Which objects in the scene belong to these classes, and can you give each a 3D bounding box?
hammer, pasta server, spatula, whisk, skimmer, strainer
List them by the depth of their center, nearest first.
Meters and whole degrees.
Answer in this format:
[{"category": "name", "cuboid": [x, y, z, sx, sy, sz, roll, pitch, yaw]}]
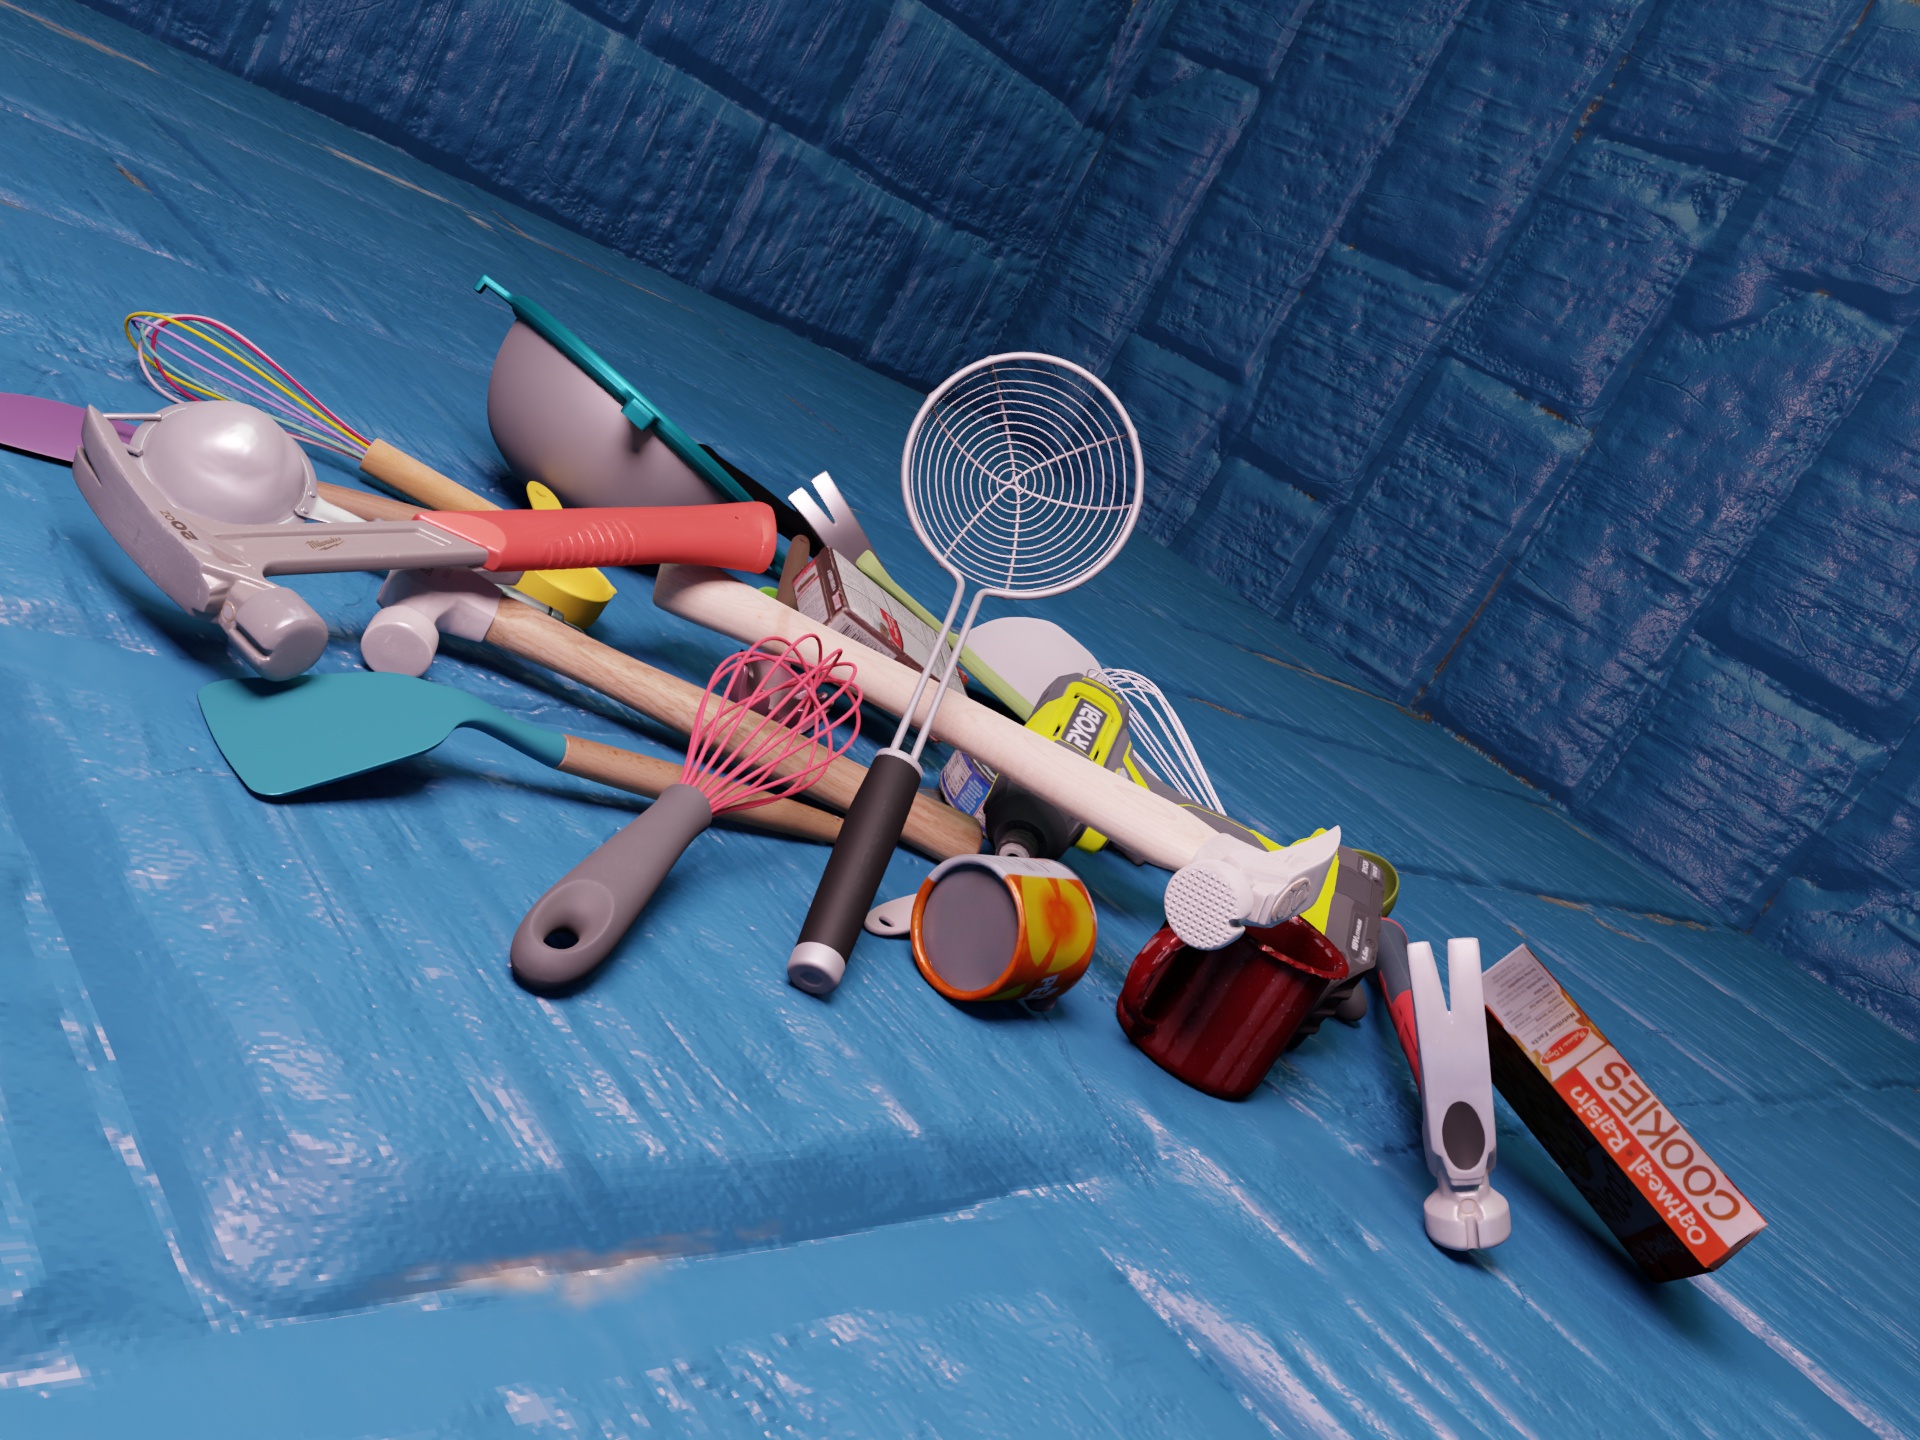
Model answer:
[{"category": "whisk", "cuboid": [-0.106, 0.029, 0.664, 0.073, 0.073, 0.296, 30, 27, 2]}, {"category": "spatula", "cuboid": [-0.162, 0.027, 0.695, 0.317, 0.044, 0.082, 21, 14, -48]}, {"category": "skimmer", "cuboid": [-0.002, -0.037, 0.739, 0.127, 0.090, 0.364, 27, 46, -6]}, {"category": "hammer", "cuboid": [-0.219, -0.092, 0.763, 0.149, 0.036, 0.359, 41, 27, 20]}, {"category": "strainer", "cuboid": [-0.300, -0.098, 0.800, 0.258, 0.050, 0.087, 29, 43, -29]}, {"category": "hammer", "cuboid": [-0.131, -0.003, 0.810, 0.331, 0.031, 0.130, 27, 27, -22]}, {"category": "hammer", "cuboid": [-0.001, -0.003, 0.831, 0.411, 0.038, 0.146, 28, 20, 29]}, {"category": "spatula", "cuboid": [-0.351, -0.122, 0.842, 0.315, 0.018, 0.060, 12, 29, -49]}, {"category": "hammer", "cuboid": [0.256, 0.153, 0.907, 0.038, 0.143, 0.386, -6, 5, 10]}, {"category": "whisk", "cuboid": [-0.368, -0.167, 0.931, 0.244, 0.047, 0.051, 30, 25, -17]}, {"category": "pasta server", "cuboid": [-0.108, -0.065, 1.007, 0.060, 0.040, 0.316, 28, 22, -14]}, {"category": "whisk", "cuboid": [0.165, 0.076, 1.021, 0.285, 0.070, 0.070, 53, 22, 21]}, {"category": "strainer", "cuboid": [-0.218, -0.152, 1.112, 0.211, 0.095, 0.340, 40, -3, 30]}, {"category": "strainer", "cuboid": [0.030, -0.062, 1.163, 0.256, 0.069, 0.152, 40, 5, -34]}, {"category": "hammer", "cuboid": [-0.150, -0.169, 1.282, 0.335, 0.035, 0.146, 38, -20, 51]}]

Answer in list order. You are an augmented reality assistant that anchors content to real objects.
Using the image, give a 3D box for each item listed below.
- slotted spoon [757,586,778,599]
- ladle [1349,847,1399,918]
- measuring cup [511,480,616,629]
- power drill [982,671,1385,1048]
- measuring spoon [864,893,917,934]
[{"category": "slotted spoon", "cuboid": [-0.008, -0.004, 1.050, 0.314, 0.031, 0.070, 29, 19, 15]}, {"category": "ladle", "cuboid": [0.170, 0.086, 1.081, 0.320, 0.062, 0.078, 19, 19, -28]}, {"category": "measuring cup", "cuboid": [-0.243, -0.099, 0.932, 0.062, 0.029, 0.157, 23, 20, -32]}, {"category": "power drill", "cuboid": [0.121, 0.079, 0.896, 0.223, 0.080, 0.171, 32, 32, 0]}, {"category": "measuring spoon", "cuboid": [-0.010, 0.095, 0.782, 0.034, 0.018, 0.124, 38, 23, 26]}]
